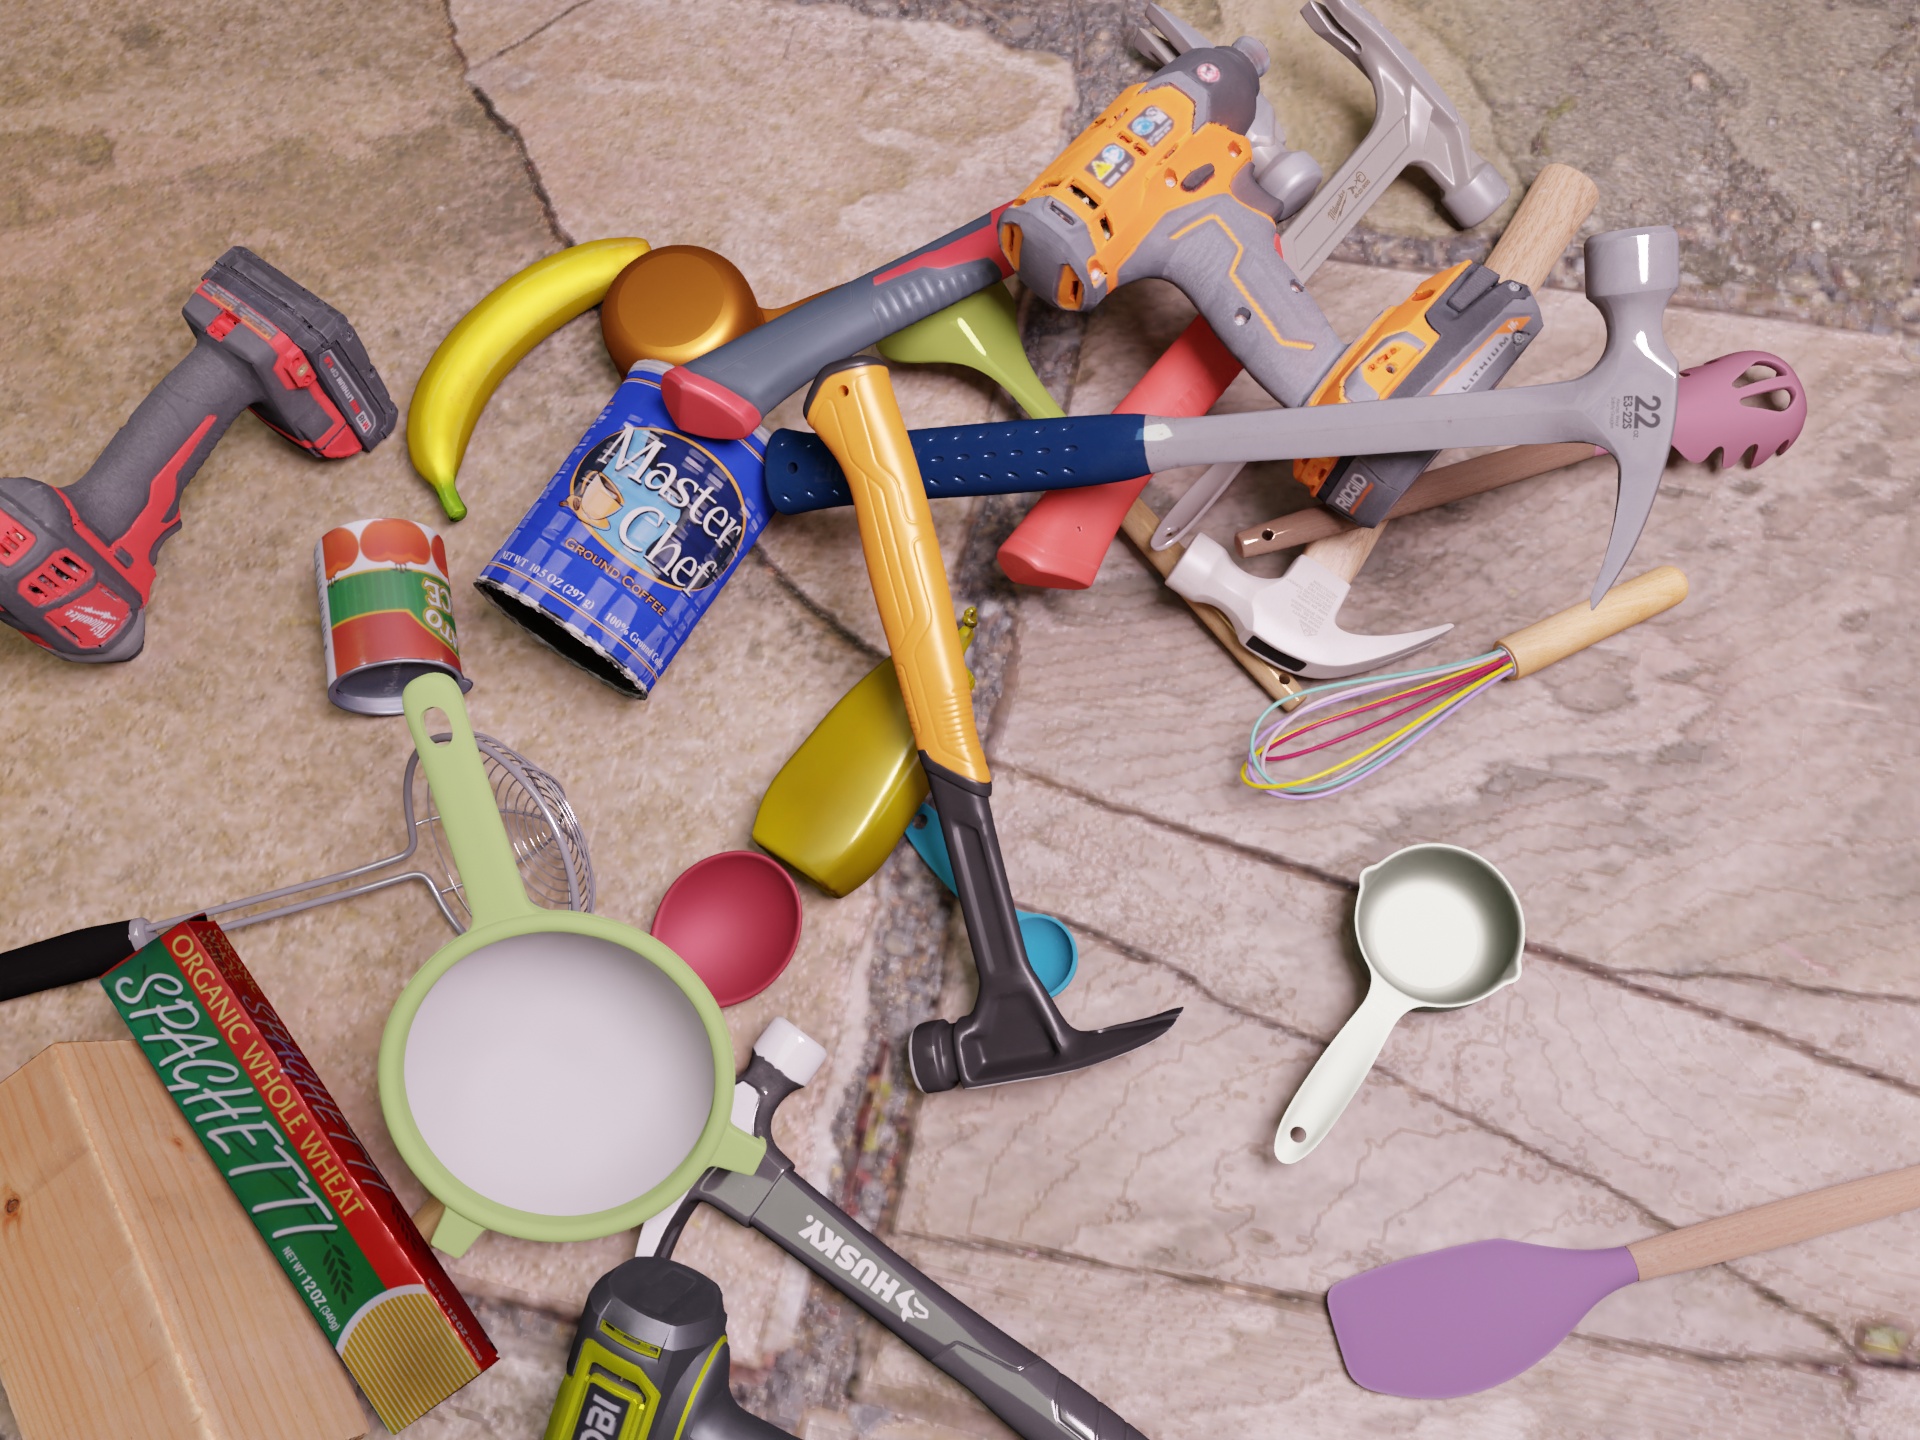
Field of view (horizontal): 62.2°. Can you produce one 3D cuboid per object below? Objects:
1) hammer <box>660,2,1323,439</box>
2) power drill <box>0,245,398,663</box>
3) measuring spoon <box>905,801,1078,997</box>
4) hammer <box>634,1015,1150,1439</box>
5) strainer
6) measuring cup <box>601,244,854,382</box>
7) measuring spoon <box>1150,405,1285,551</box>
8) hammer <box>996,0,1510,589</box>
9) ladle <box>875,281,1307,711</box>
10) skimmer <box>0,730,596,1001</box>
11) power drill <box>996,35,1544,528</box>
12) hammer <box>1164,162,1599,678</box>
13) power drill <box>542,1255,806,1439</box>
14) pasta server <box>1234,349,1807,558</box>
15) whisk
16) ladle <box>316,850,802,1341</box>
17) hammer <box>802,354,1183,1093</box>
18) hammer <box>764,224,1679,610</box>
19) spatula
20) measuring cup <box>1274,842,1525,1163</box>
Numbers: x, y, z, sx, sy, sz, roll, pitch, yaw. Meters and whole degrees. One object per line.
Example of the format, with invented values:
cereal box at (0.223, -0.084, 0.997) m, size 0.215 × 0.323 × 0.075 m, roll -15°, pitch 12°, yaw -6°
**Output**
hammer at (0.008, -0.255, 0.820) m, size 0.386 × 0.038 × 0.143 m, roll -32°, pitch 76°, yaw -23°
power drill at (-0.406, -0.125, 0.828) m, size 0.078 × 0.143 × 0.220 m, roll 34°, pitch 71°, yaw 11°
measuring spoon at (0.011, 0.086, 0.778) m, size 0.042 × 0.021 × 0.129 m, roll -41°, pitch 63°, yaw -1°
hammer at (0.005, 0.284, 0.698) m, size 0.335 × 0.035 × 0.146 m, roll 33°, pitch 77°, yaw 15°
strainer at (-0.189, 0.099, 0.701) m, size 0.151 × 0.069 × 0.256 m, roll -16°, pitch 100°, yaw -1°
measuring cup at (-0.113, -0.229, 0.873) m, size 0.173 × 0.052 × 0.095 m, roll -17°, pitch 71°, yaw 2°
measuring spoon at (0.136, -0.121, 0.816) m, size 0.034 × 0.018 × 0.124 m, roll 10°, pitch 49°, yaw 47°
hammer at (0.134, -0.209, 0.808) m, size 0.149 × 0.037 × 0.359 m, roll 44°, pitch 74°, yaw -10°
ladle at (0.067, -0.125, 0.834) m, size 0.078 × 0.062 × 0.320 m, roll -35°, pitch 78°, yaw -19°
skimmer at (-0.349, 0.099, 0.765) m, size 0.363 × 0.090 × 0.127 m, roll -15°, pitch 102°, yaw 3°
power drill at (0.152, -0.216, 0.746) m, size 0.226 × 0.084 × 0.164 m, roll 40°, pitch 78°, yaw 8°
hammer at (0.244, -0.161, 0.819) m, size 0.130 × 0.031 × 0.331 m, roll 35°, pitch 74°, yaw 2°
power drill at (-0.073, 0.344, 0.653) m, size 0.223 × 0.080 × 0.171 m, roll 21°, pitch 99°, yaw 14°
pasta server at (0.282, -0.127, 0.787) m, size 0.316 × 0.040 × 0.060 m, roll -17°, pitch 77°, yaw -7°
whisk at (0.246, -0.023, 0.778) m, size 0.245 × 0.047 × 0.051 m, roll -24°, pitch 83°, yaw -7°
ladle at (-0.195, 0.184, 0.756) m, size 0.069 × 0.031 × 0.315 m, roll 44°, pitch 82°, yaw 8°
hammer at (-0.001, -0.002, 0.722) m, size 0.127 × 0.034 × 0.337 m, roll -15°, pitch 91°, yaw 19°
hammer at (0.094, -0.116, 0.698) m, size 0.405 × 0.035 × 0.144 m, roll 0°, pitch 101°, yaw 27°
spatula at (0.318, 0.233, 0.694) m, size 0.316 × 0.018 × 0.060 m, roll -16°, pitch 71°, yaw 1°
measuring cup at (0.192, 0.133, 0.731) m, size 0.083 × 0.038 × 0.167 m, roll 34°, pitch 80°, yaw 15°
